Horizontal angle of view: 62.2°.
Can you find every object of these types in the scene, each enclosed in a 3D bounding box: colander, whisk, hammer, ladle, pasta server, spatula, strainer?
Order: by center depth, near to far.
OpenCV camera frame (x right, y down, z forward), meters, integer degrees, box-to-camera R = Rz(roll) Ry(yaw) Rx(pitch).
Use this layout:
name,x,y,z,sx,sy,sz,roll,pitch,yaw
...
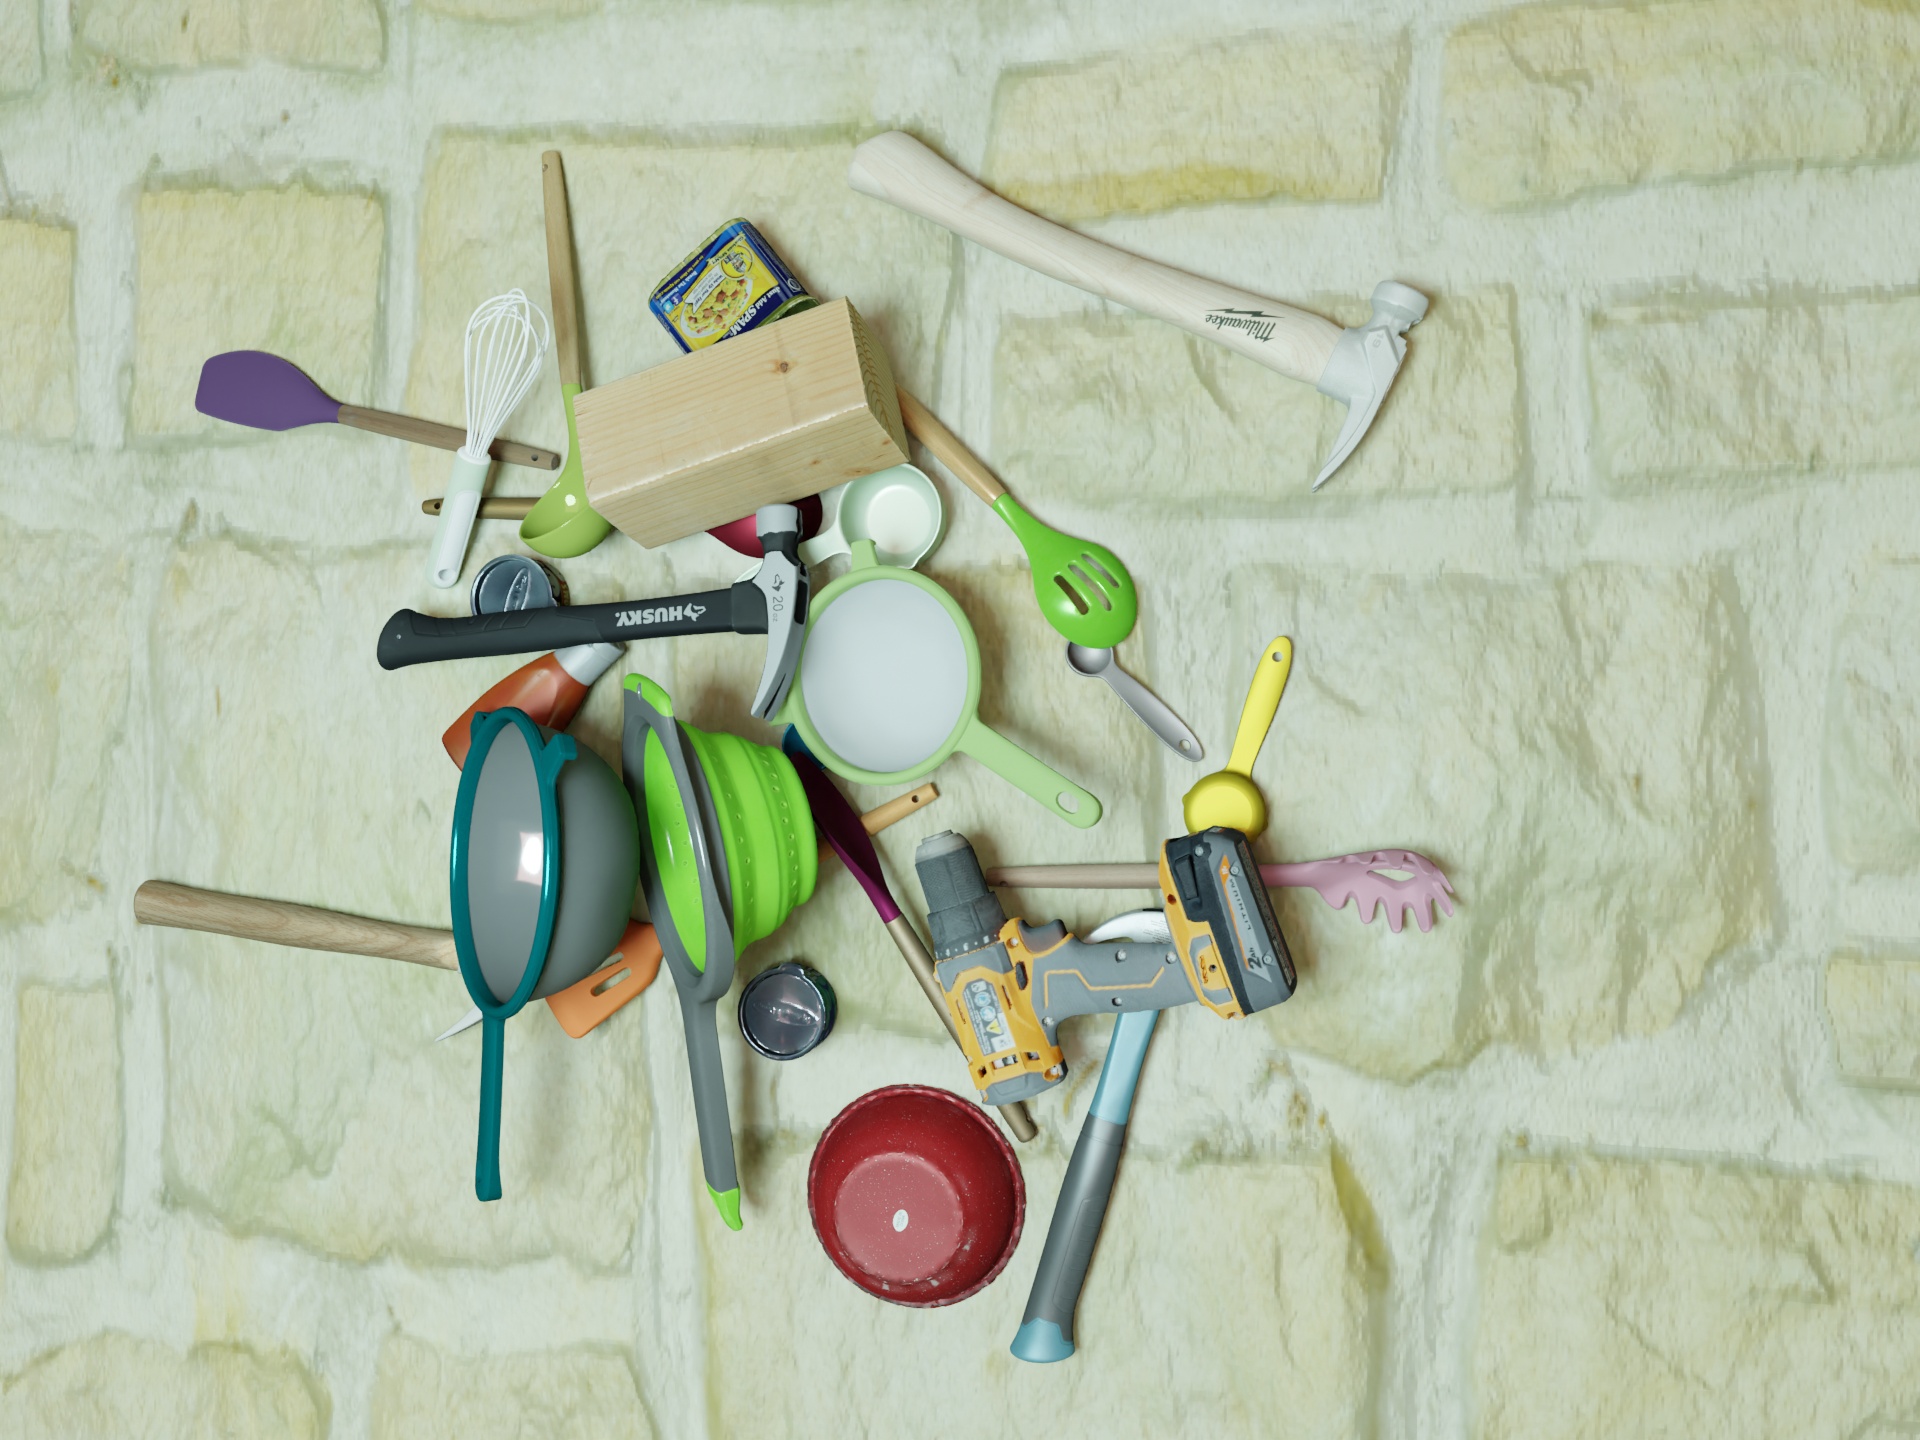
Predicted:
name,x,y,z,sx,sy,sz,roll,pitch,yaw
pasta server,0.171,0.111,1.087,0.316,0.040,0.060,-2,128,13
colander,-0.149,0.157,1.088,0.094,0.205,0.397,-11,105,-23
strainer,-0.002,-0.003,1.094,0.256,0.069,0.151,34,104,19
hammer,0.100,0.288,1.102,0.128,0.033,0.331,17,93,10
strainer,-0.283,0.161,1.104,0.211,0.095,0.340,9,96,56
hammer,0.103,-0.302,1.105,0.411,0.038,0.146,26,96,11
hammer,-0.267,-0.063,1.133,0.335,0.035,0.146,-5,81,16
spatula,-0.160,0.125,1.153,0.322,0.041,0.081,-28,83,9
whisk,-0.351,-0.199,1.156,0.059,0.057,0.246,52,127,39
ladle,-0.296,-0.272,1.162,0.078,0.062,0.320,-13,78,31
ladle,-0.257,-0.157,1.183,0.315,0.031,0.069,2,87,13
hammer,-0.485,0.165,1.223,0.331,0.031,0.130,6,90,12
spatula,-0.453,-0.233,1.226,0.316,0.018,0.060,15,92,12

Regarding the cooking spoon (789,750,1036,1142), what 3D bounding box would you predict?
name,x,y,z,sx,sy,sz,roll,pitch,yaw
cooking spoon,-0.034,0.160,1.109,0.017,0.069,0.319,-30,95,13

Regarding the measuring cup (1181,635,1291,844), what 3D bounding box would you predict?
name,x,y,z,sx,sy,sz,roll,pitch,yaw
measuring cup,0.195,0.017,1.085,0.062,0.029,0.156,19,96,11

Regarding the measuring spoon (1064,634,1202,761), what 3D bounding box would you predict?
name,x,y,z,sx,sy,sz,roll,pitch,yaw
measuring spoon,0.121,-0.014,1.110,0.124,0.018,0.034,44,72,4

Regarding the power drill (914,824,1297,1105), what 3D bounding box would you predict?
name,x,y,z,sx,sy,sz,roll,pitch,yaw
power drill,0.086,0.136,1.049,0.226,0.084,0.185,-21,86,16

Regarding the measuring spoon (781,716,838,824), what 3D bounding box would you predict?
name,x,y,z,sx,sy,sz,roll,pitch,yaw
measuring spoon,-0.111,0.060,1.143,0.042,0.021,0.129,4,79,10

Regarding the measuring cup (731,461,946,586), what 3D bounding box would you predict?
name,x,y,z,sx,sy,sz,roll,pitch,yaw
measuring cup,-0.087,-0.126,1.142,0.167,0.038,0.083,-25,85,12

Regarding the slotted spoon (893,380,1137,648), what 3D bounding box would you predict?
name,x,y,z,sx,sy,sz,roll,pitch,yaw
slotted spoon,0.008,-0.172,1.125,0.070,0.031,0.314,-41,79,-16
